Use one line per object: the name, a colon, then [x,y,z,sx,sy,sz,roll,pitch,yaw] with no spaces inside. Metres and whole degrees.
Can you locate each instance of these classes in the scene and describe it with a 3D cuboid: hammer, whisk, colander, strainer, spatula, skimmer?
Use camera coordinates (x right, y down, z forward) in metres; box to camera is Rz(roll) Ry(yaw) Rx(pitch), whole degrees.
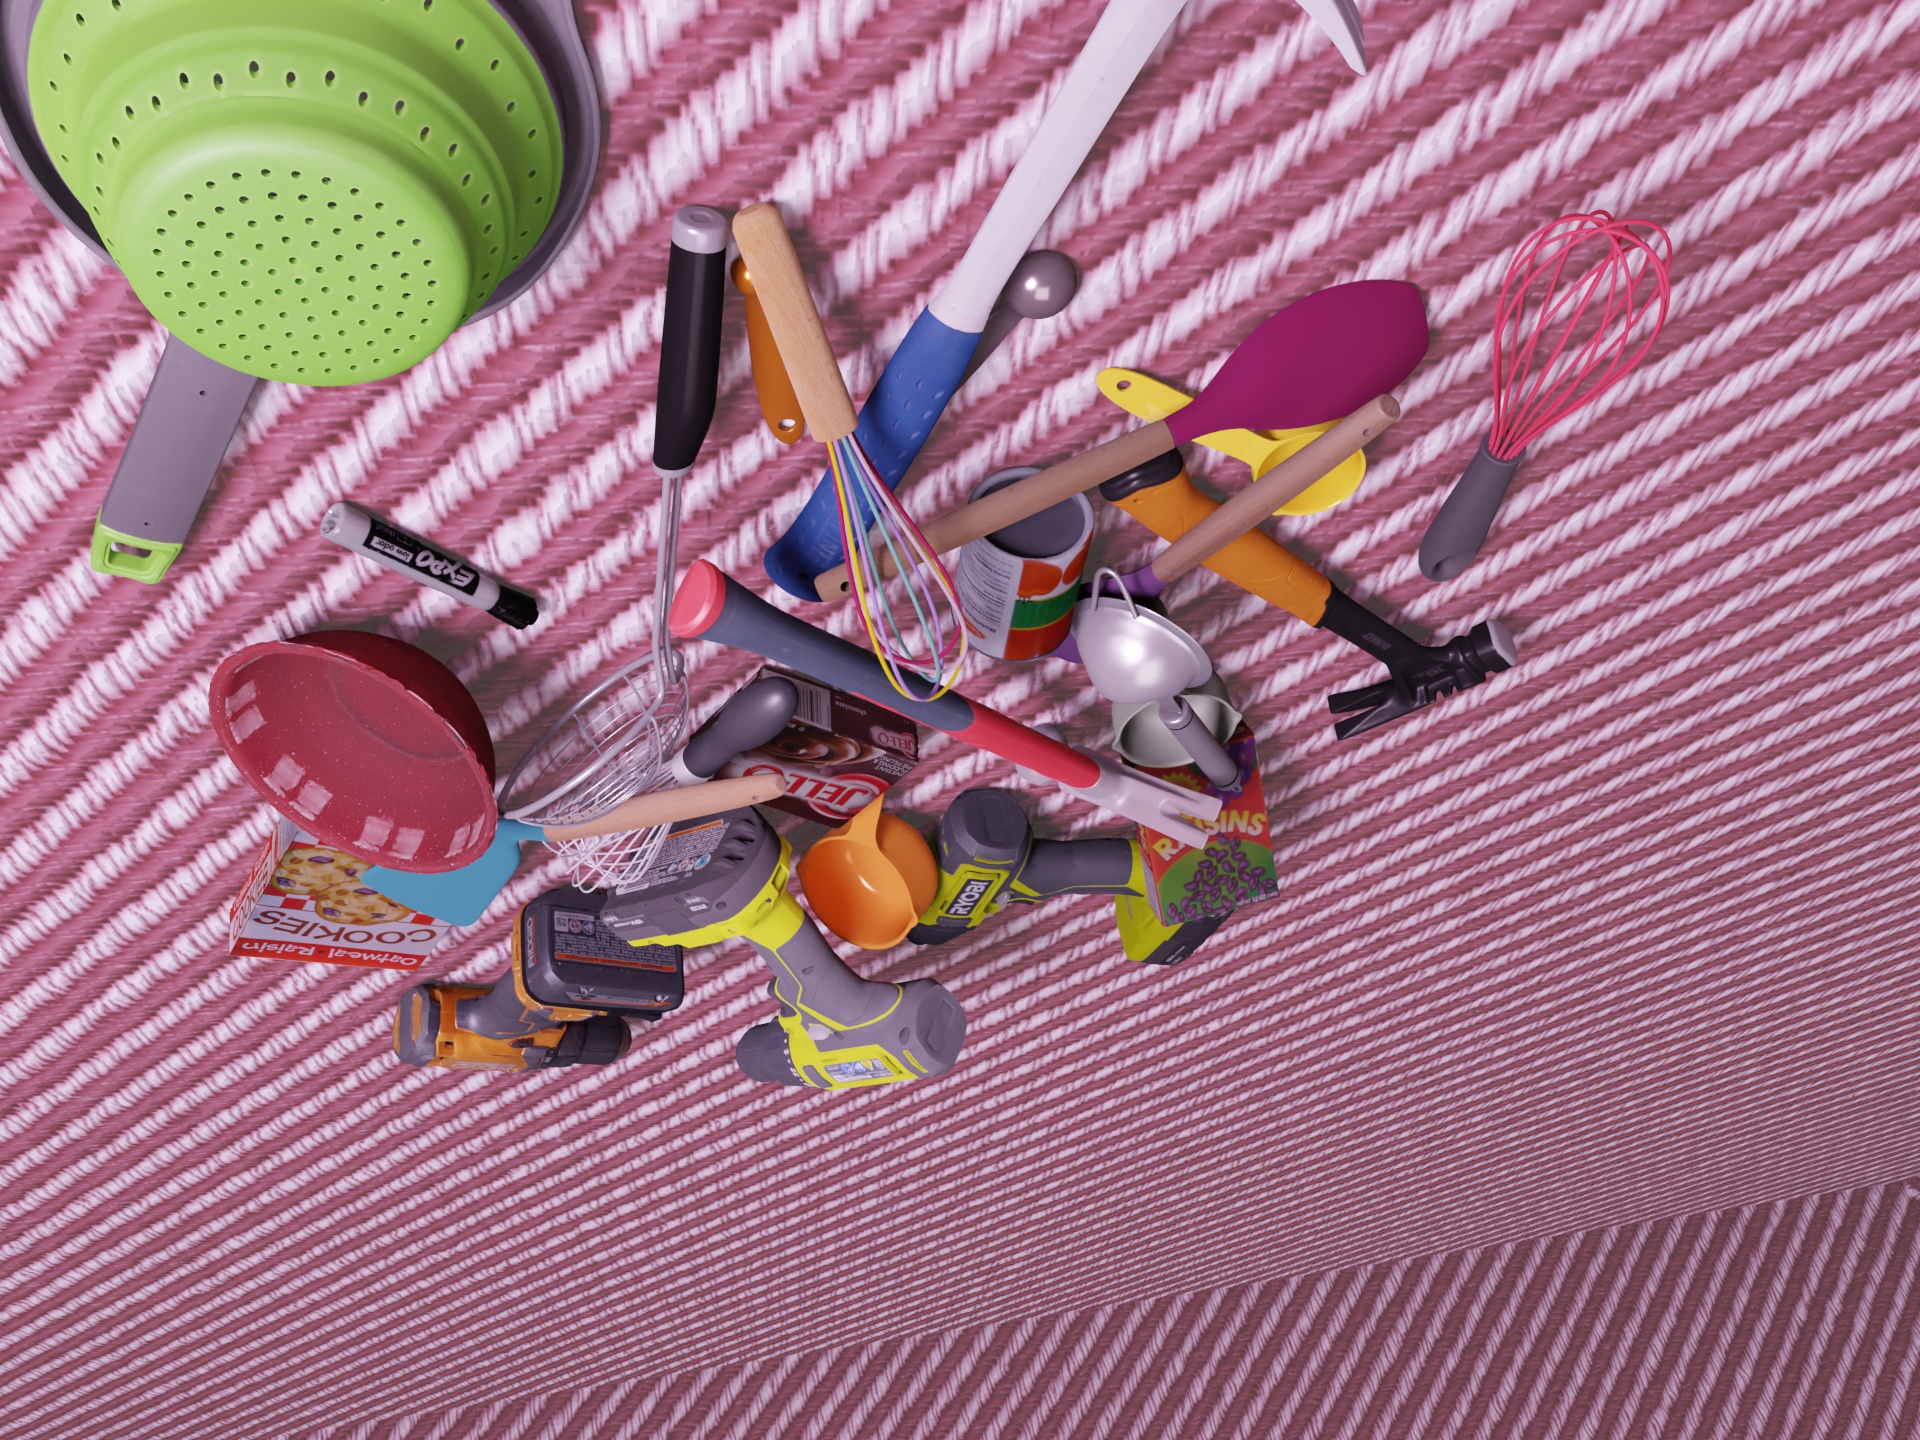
hammer: [-0.001,-0.003,0.852,0.143,0.038,0.386,23,179,38]
whisk: [-0.046,-0.112,0.708,0.047,0.051,0.244,-24,122,-5]
colander: [-0.274,-0.143,0.605,0.204,0.095,0.397,14,140,-34]
hammer: [0.008,-0.176,0.677,0.144,0.035,0.405,20,142,-16]
hammer: [0.187,-0.073,0.915,0.127,0.034,0.336,-28,144,35]
strainer: [0.123,-0.006,0.927,0.087,0.050,0.258,14,163,33]
whisk: [-0.168,0.036,0.913,0.070,0.070,0.284,12,152,-32]
whisk: [0.282,-0.151,0.810,0.073,0.073,0.295,-9,155,-4]
spatula: [-0.216,0.069,0.903,0.317,0.044,0.082,-13,144,37]
skimmer: [-0.169,-0.084,0.761,0.090,0.127,0.363,20,133,4]
spatula: [0.116,-0.088,0.818,0.059,0.018,0.316,21,154,-19]

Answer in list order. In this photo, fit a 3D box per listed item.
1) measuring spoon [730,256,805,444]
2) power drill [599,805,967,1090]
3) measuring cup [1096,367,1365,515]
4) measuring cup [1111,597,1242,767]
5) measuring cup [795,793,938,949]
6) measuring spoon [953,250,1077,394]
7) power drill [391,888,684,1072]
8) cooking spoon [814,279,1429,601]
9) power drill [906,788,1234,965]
measuring spoon: [-0.084,-0.162,0.714,0.021,0.011,0.116,-10,148,-2]
power drill: [-0.130,0.168,1.069,0.190,0.080,0.228,-17,125,38]
measuring cup: [0.134,-0.150,0.799,0.156,0.029,0.062,20,135,-22]
measuring cup: [0.122,-0.033,0.967,0.083,0.038,0.167,-14,141,6]
measuring cup: [-0.053,0.069,1.058,0.095,0.052,0.173,21,123,19]
measuring spoon: [0.008,-0.166,0.729,0.034,0.018,0.124,17,139,-37]
power drill: [-0.289,0.207,1.179,0.185,0.084,0.226,15,144,-39]
cooking spoon: [0.077,-0.127,0.763,0.319,0.017,0.068,-24,126,3]
power drill: [0.073,0.121,1.160,0.223,0.080,0.171,6,144,-19]
